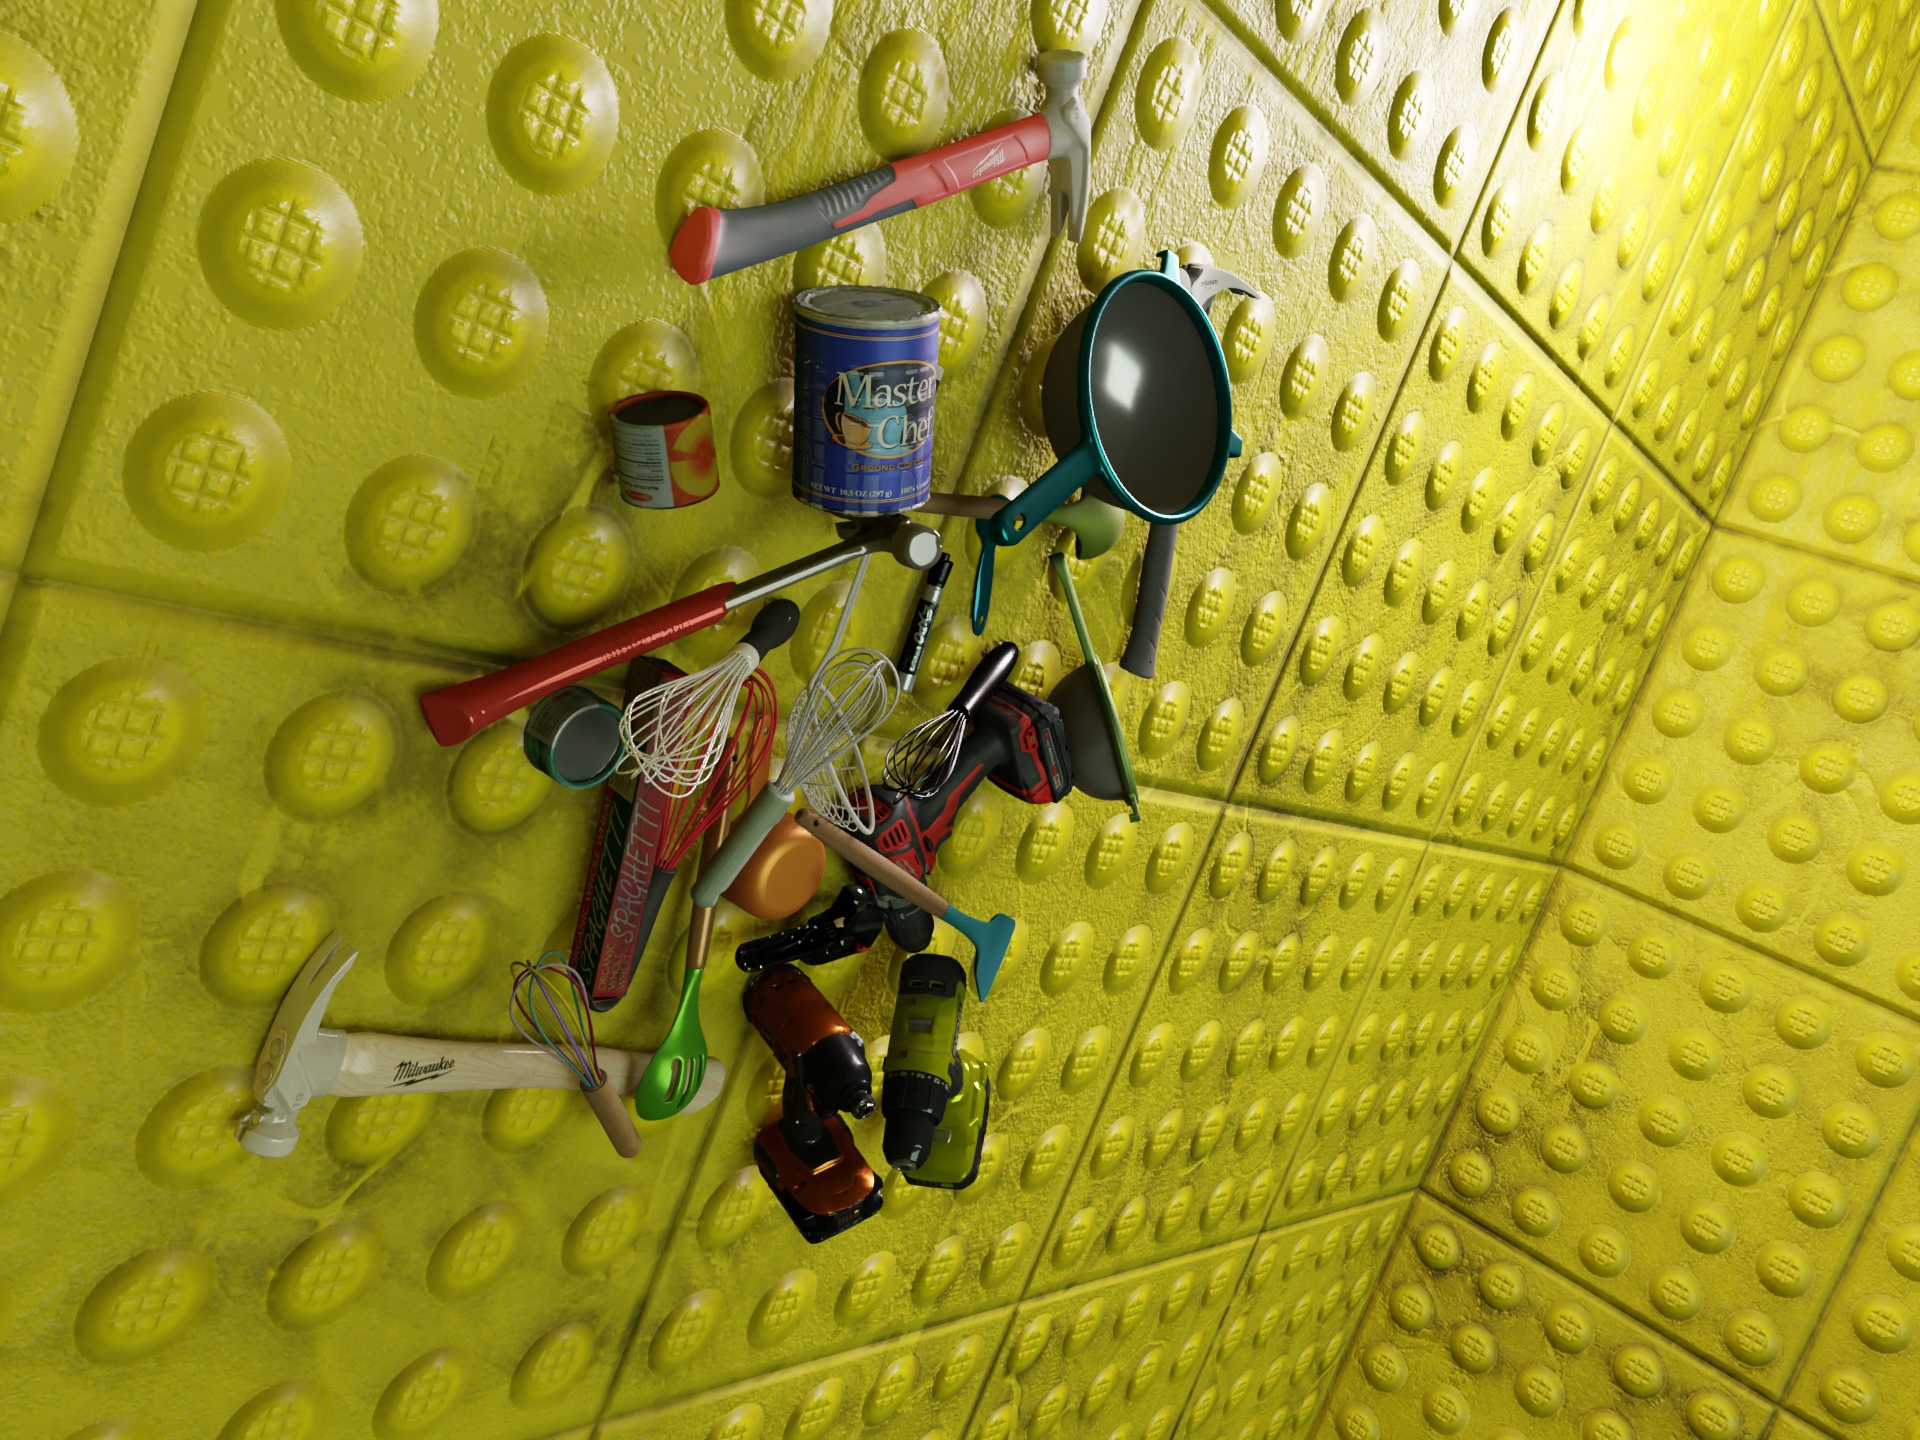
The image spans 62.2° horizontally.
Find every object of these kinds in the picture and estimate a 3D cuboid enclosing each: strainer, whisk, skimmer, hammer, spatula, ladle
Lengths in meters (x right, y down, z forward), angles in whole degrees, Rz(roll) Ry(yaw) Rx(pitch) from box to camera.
[{"bbox_3d":[0.101,-0.030,1.481,0.069,0.152,0.256,-17,111,3],"label":"strainer"},{"bbox_3d":[-0.278,0.249,1.166,0.244,0.047,0.051,79,13,-44],"label":"whisk"},{"bbox_3d":[-0.214,0.092,1.190,0.073,0.073,0.296,14,106,-53],"label":"whisk"},{"bbox_3d":[-0.163,-0.030,1.092,0.285,0.070,0.070,-62,160,-62],"label":"whisk"},{"bbox_3d":[0.099,-0.231,1.309,0.340,0.095,0.210,-44,120,-37],"label":"strainer"},{"bbox_3d":[-0.054,-0.094,1.241,0.127,0.090,0.363,-33,142,-83],"label":"skimmer"},{"bbox_3d":[-0.195,-0.072,1.090,0.359,0.149,0.036,-26,115,-25],"label":"hammer"},{"bbox_3d":[-0.042,-0.365,1.136,0.386,0.038,0.143,-33,135,-35],"label":"hammer"},{"bbox_3d":[-0.128,0.046,1.176,0.246,0.059,0.058,-52,-176,17],"label":"whisk"},{"bbox_3d":[-0.040,0.150,1.348,0.317,0.044,0.082,40,67,-40],"label":"spatula"},{"bbox_3d":[-0.319,0.247,1.173,0.410,0.038,0.146,21,93,-54],"label":"hammer"},{"bbox_3d":[0.040,-0.174,1.312,0.320,0.062,0.078,-5,104,-52],"label":"ladle"},{"bbox_3d":[0.202,-0.228,1.516,0.149,0.036,0.408,-20,126,-44],"label":"hammer"},{"bbox_3d":[-0.002,-0.003,1.353,0.239,0.055,0.055,-52,147,-48],"label":"whisk"}]

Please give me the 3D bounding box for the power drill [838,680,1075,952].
[{"bbox_3d":[-0.003,0.090,1.428,0.227,0.080,0.187,-40,137,-24],"label":"power drill"}]

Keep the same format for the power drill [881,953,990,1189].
[{"bbox_3d":[-0.027,0.347,1.467,0.228,0.080,0.191,79,17,-55],"label":"power drill"}]

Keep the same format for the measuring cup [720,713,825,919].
[{"bbox_3d":[-0.146,0.080,1.264,0.095,0.052,0.173,-21,128,-42],"label":"measuring cup"}]

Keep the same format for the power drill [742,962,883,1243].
[{"bbox_3d":[-0.120,0.339,1.361,0.084,0.164,0.226,-20,129,-27],"label":"power drill"}]

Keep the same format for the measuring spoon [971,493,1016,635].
[{"bbox_3d":[0.029,-0.131,1.373,0.042,0.021,0.128,-15,121,-45],"label":"measuring spoon"}]

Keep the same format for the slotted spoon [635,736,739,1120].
[{"bbox_3d":[-0.204,0.167,1.239,0.070,0.031,0.314,0,102,-56],"label":"slotted spoon"}]
